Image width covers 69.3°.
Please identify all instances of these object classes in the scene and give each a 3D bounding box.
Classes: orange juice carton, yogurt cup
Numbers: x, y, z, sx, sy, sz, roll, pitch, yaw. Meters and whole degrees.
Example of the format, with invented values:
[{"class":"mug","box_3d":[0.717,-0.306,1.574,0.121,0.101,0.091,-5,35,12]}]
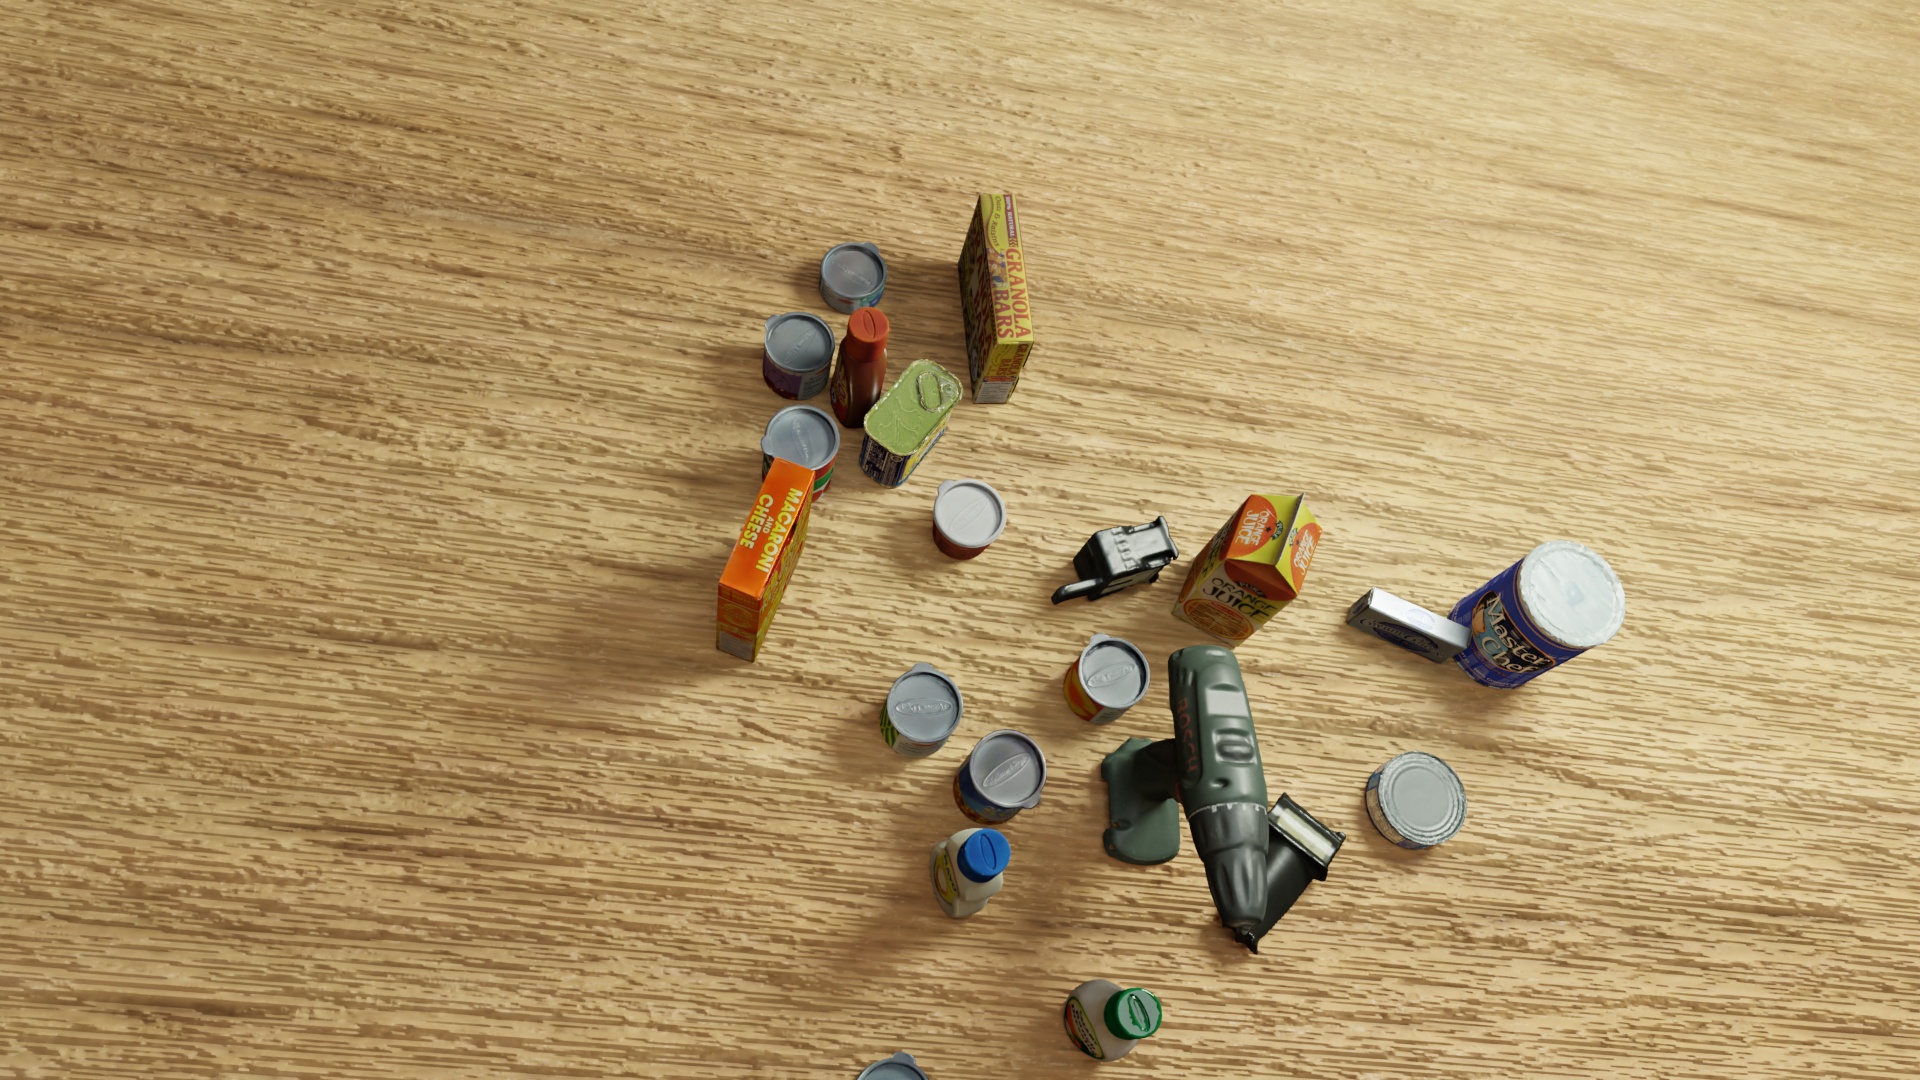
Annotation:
[{"class":"orange juice carton","box_3d":[0.262,0.023,1.248,0.073,0.192,0.072,27,66,1]},{"class":"yogurt cup","box_3d":[0.005,-0.016,1.292,0.072,0.053,0.072,4,67,-9]}]

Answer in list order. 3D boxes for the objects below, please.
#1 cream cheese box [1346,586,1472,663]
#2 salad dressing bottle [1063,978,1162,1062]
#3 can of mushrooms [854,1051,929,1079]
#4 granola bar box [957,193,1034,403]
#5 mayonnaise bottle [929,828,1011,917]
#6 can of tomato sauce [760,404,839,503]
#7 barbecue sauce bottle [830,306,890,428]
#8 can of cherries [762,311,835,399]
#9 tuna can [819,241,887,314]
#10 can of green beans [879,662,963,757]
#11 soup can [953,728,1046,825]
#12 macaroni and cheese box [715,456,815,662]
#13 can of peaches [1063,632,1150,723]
[{"class":"cream cheese box","box_3d":[0.429,0.082,1.331,0.104,0.053,0.024,24,65,0]},{"class":"salad dressing bottle","box_3d":[0.120,0.377,1.096,0.044,0.147,0.064,-20,73,-18]},{"class":"can of mushrooms","box_3d":[-0.054,0.442,1.097,0.071,0.033,0.071,4,67,-9]},{"class":"granola bar box","box_3d":[0.033,-0.233,1.351,0.039,0.123,0.166,-1,68,-11]},{"class":"mayonnaise bottle","box_3d":[0.008,0.264,1.122,0.041,0.147,0.065,-12,71,-15]},{"class":"can of tomato sauce","box_3d":[-0.149,-0.075,1.272,0.071,0.082,0.071,4,67,-9]},{"class":"barbecue sauce bottle","box_3d":[-0.092,-0.162,1.283,0.044,0.148,0.065,-10,70,-14]},{"class":"can of cherries","box_3d":[-0.157,-0.178,1.327,0.071,0.058,0.072,4,67,-9]},{"class":"tuna can","box_3d":[-0.107,-0.263,1.387,0.071,0.032,0.071,4,67,-9]},{"class":"can of green beans","box_3d":[-0.035,0.151,1.211,0.071,0.057,0.071,4,67,-9]},{"class":"soup can","box_3d":[0.034,0.206,1.187,0.071,0.083,0.071,4,67,-9]},{"class":"macaroni and cheese box","box_3d":[-0.166,0.020,1.182,0.040,0.165,0.124,21,65,-2]},{"class":"can of peaches","box_3d":[0.130,0.125,1.254,0.071,0.057,0.071,4,67,-9]}]
